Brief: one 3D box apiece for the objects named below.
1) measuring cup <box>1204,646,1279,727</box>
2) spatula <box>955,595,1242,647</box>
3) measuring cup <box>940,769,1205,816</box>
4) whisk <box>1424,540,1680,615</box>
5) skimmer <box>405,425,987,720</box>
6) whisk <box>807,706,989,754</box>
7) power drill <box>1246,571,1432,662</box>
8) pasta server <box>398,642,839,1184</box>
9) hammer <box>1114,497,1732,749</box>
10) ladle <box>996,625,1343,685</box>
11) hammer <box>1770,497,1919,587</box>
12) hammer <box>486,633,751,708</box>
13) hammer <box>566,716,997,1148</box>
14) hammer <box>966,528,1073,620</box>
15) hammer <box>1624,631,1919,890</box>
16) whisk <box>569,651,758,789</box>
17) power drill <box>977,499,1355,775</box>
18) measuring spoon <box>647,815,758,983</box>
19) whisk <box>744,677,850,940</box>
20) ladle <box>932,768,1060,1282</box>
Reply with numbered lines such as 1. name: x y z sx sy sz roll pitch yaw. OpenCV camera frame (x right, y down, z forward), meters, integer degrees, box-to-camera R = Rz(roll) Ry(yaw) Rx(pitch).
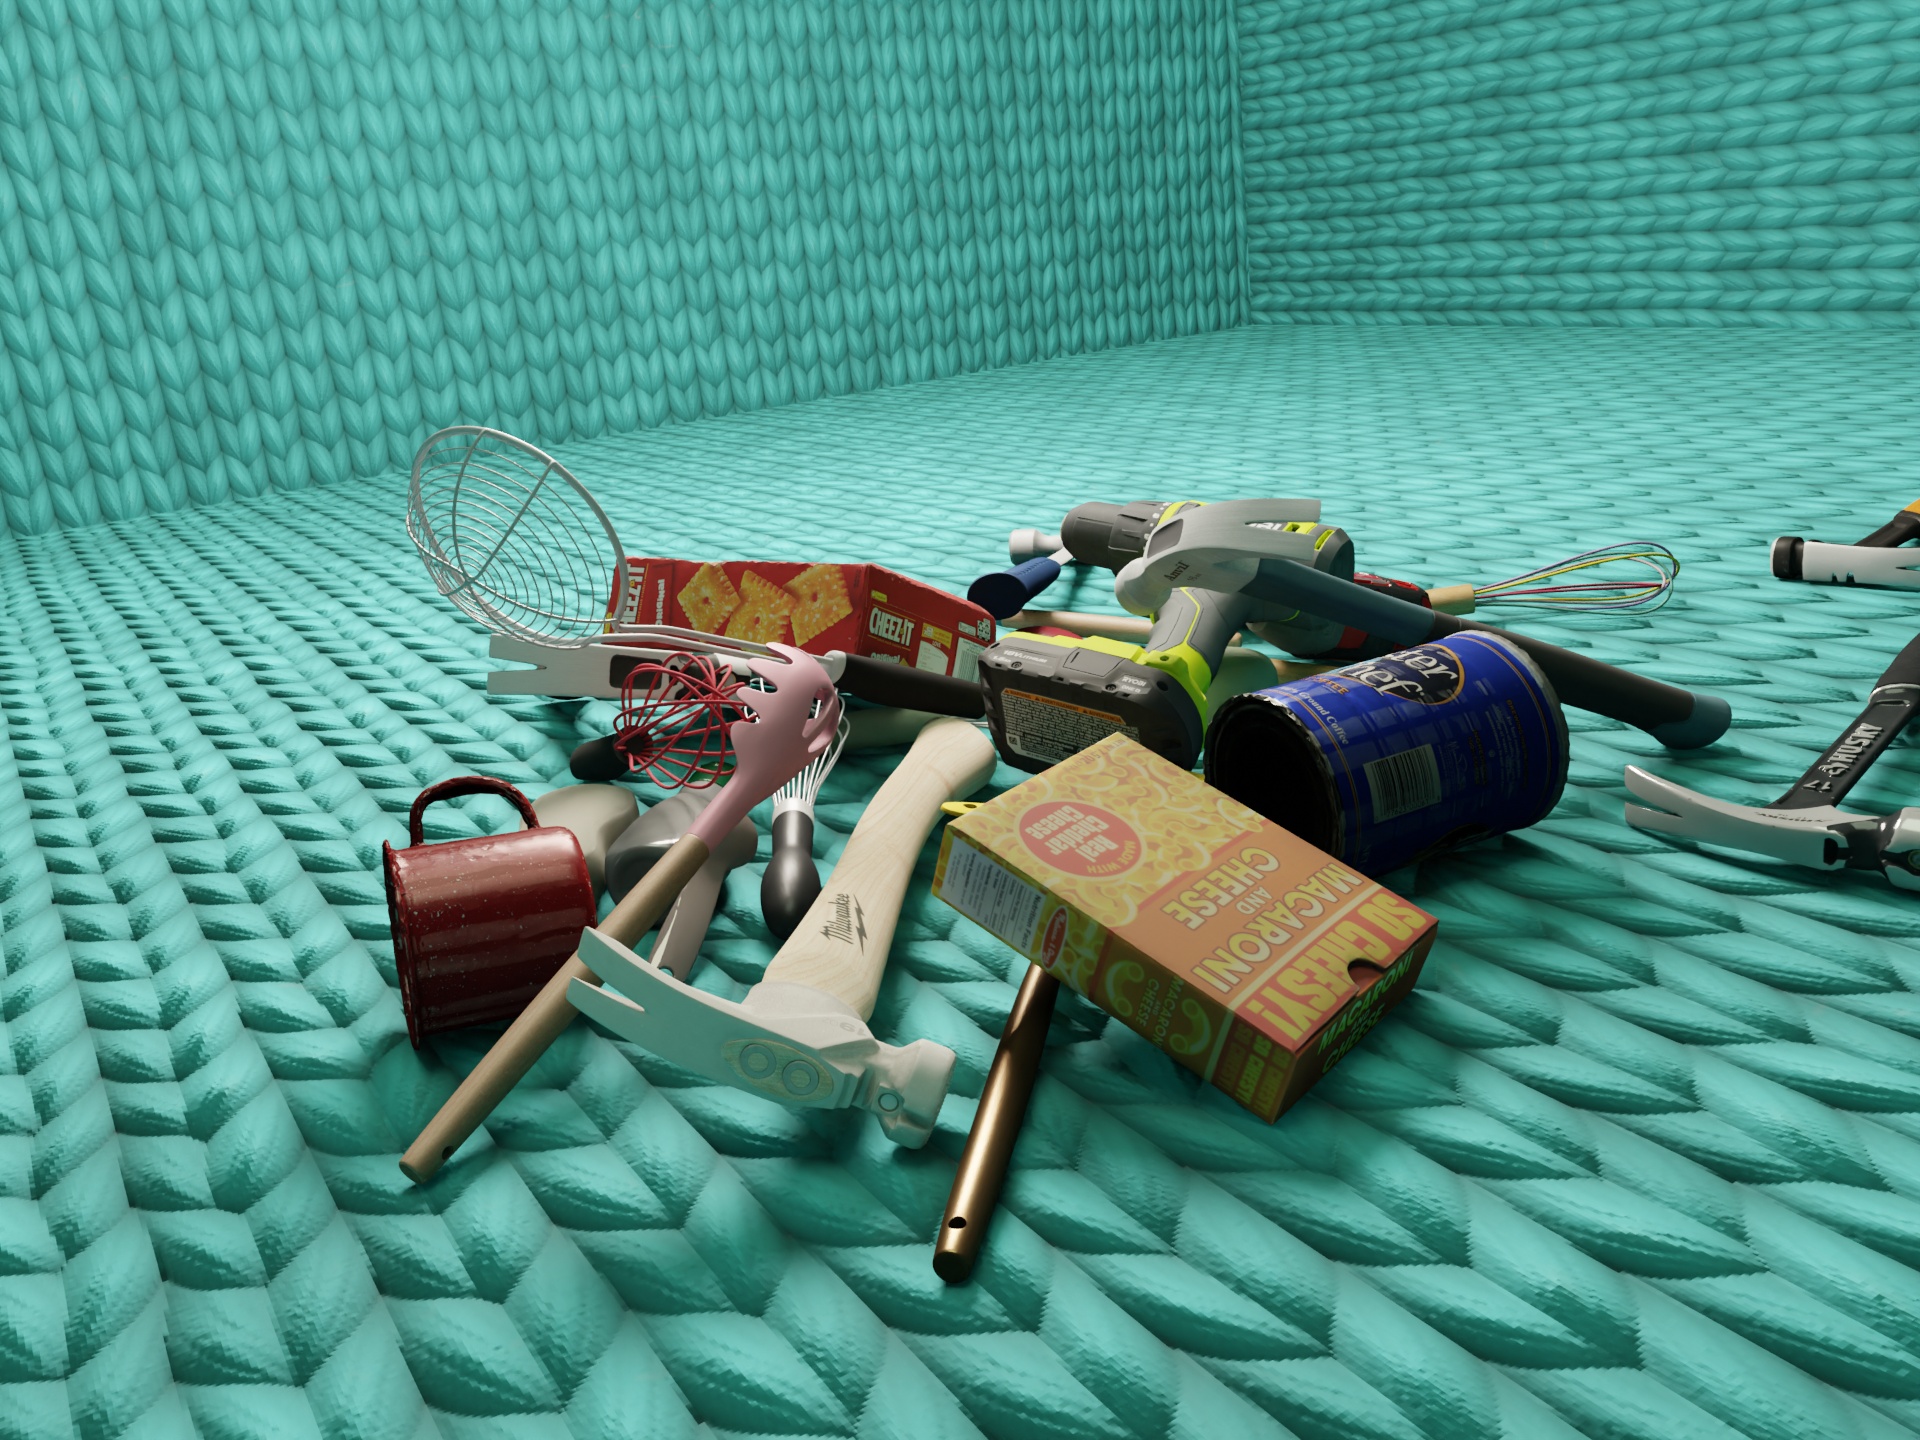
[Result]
1. measuring cup: 0.142 -0.010 0.982 0.083 0.038 0.167 6 19 32
2. spatula: 0.059 -0.066 1.215 0.317 0.044 0.082 7 21 23
3. measuring cup: 0.067 0.040 0.813 0.156 0.029 0.062 5 16 -15
4. whisk: 0.394 -0.088 1.153 0.245 0.051 0.047 -8 -4 9
5. skimmer: -0.123 -0.067 0.880 0.363 0.090 0.127 12 -28 -38
6. whisk: -0.002 -0.003 1.015 0.246 0.058 0.059 -8 -17 3
7. power drill: 0.212 -0.094 1.127 0.143 0.078 0.220 2 16 -25
8. pasta server: -0.137 0.072 0.697 0.040 0.060 0.316 8 42 30
9. hammer: 0.256 -0.045 0.846 0.331 0.033 0.128 17 -20 -11
10. ladle: 0.152 -0.038 1.093 0.315 0.031 0.069 8 27 32
11. hammer: 0.758 -0.158 1.241 0.127 0.034 0.337 11 25 44
12. hammer: -0.251 -0.029 1.055 0.146 0.035 0.335 4 -1 -22
13. hammer: -0.047 0.064 0.764 0.146 0.038 0.411 21 18 2
14. hammer: 0.076 -0.126 1.290 0.144 0.035 0.405 -1 11 13
15. hammer: 0.497 -0.004 0.860 0.149 0.036 0.409 9 23 41
16. whisk: -0.179 0.012 0.894 0.073 0.073 0.296 -15 -1 -26
17. power drill: 0.108 -0.060 0.960 0.191 0.080 0.228 15 44 30
18. measuring spoon: -0.124 0.083 0.756 0.034 0.018 0.124 24 41 -6
19. whisk: -0.091 0.041 0.878 0.070 0.070 0.285 -7 25 -2
20. ladle: 0.029 0.105 0.647 0.078 0.062 0.320 -4 21 15
